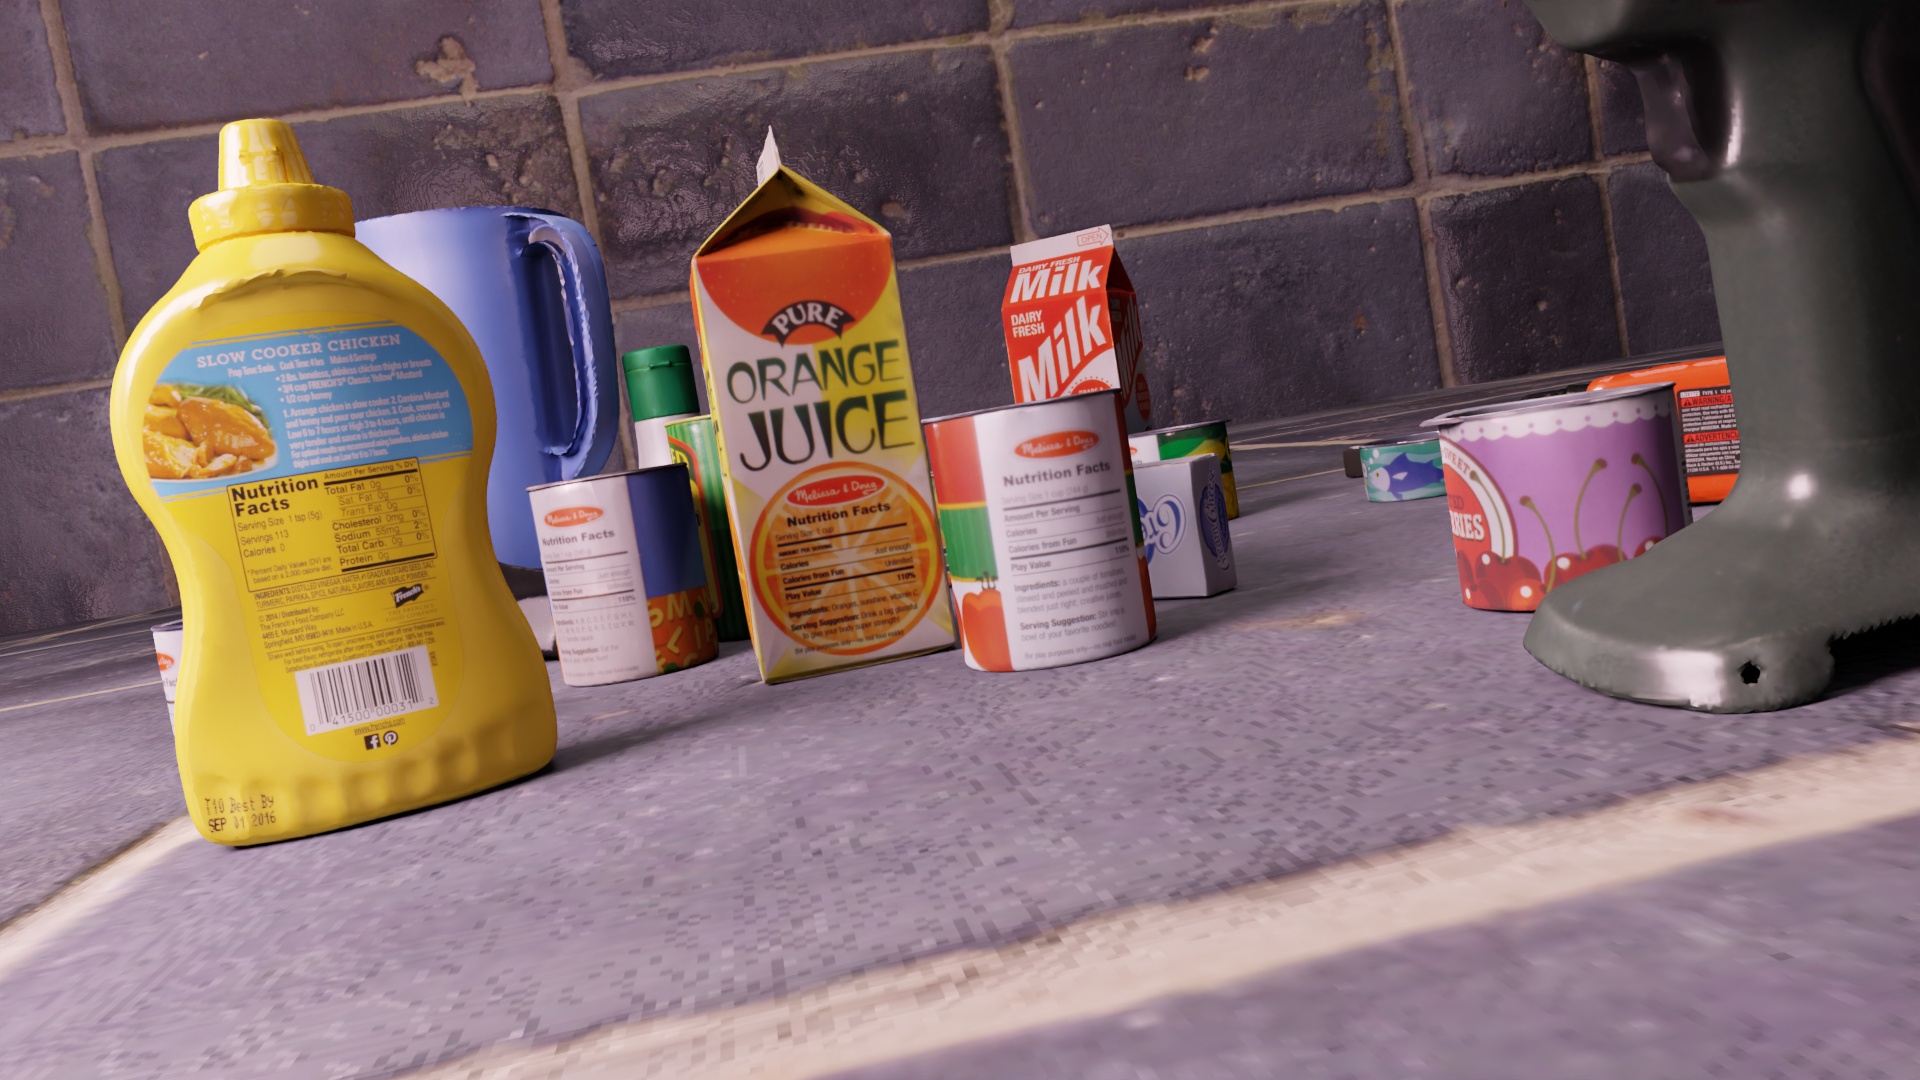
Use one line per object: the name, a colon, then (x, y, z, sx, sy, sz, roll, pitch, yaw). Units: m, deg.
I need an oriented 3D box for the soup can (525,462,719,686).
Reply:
soup can: (-0.139, 0.013, 0.584, 0.071, 0.083, 0.071, -9, 4, 1)

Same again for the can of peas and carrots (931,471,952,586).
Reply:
can of peas and carrots: (0.003, -0.009, 0.721, 0.071, 0.058, 0.071, -9, 4, 1)

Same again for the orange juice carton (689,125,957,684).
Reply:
orange juice carton: (-0.056, -0.051, 0.518, 0.073, 0.192, 0.072, -10, 4, -10)

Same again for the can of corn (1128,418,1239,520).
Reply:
can of corn: (0.131, -0.039, 0.826, 0.071, 0.058, 0.071, -9, 4, 1)

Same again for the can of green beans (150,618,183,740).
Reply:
can of green beans: (-0.227, 0.050, 0.464, 0.071, 0.057, 0.071, -9, 4, 1)

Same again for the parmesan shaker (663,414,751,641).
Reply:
parmesan shaker: (-0.097, -0.009, 0.649, 0.071, 0.103, 0.071, -9, 4, 1)

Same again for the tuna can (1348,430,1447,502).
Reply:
tuna can: (0.255, -0.042, 0.774, 0.071, 0.033, 0.071, -9, 4, 1)

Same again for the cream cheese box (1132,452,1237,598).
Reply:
cream cheese box: (0.058, -0.003, 0.558, 0.103, 0.053, 0.024, -6, 6, 42)

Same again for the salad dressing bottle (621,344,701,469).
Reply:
salad dressing bottle: (-0.153, -0.031, 0.758, 0.064, 0.147, 0.044, -11, 4, -15)

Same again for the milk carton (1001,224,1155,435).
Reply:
milk carton: (0.079, -0.103, 0.901, 0.072, 0.190, 0.073, -8, 4, 23)

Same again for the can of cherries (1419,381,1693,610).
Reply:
can of cherries: (0.176, -0.013, 0.410, 0.071, 0.058, 0.071, -9, 4, 1)

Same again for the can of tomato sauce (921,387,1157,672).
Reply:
can of tomato sauce: (0.026, -0.004, 0.459, 0.071, 0.083, 0.071, -9, 4, 1)
